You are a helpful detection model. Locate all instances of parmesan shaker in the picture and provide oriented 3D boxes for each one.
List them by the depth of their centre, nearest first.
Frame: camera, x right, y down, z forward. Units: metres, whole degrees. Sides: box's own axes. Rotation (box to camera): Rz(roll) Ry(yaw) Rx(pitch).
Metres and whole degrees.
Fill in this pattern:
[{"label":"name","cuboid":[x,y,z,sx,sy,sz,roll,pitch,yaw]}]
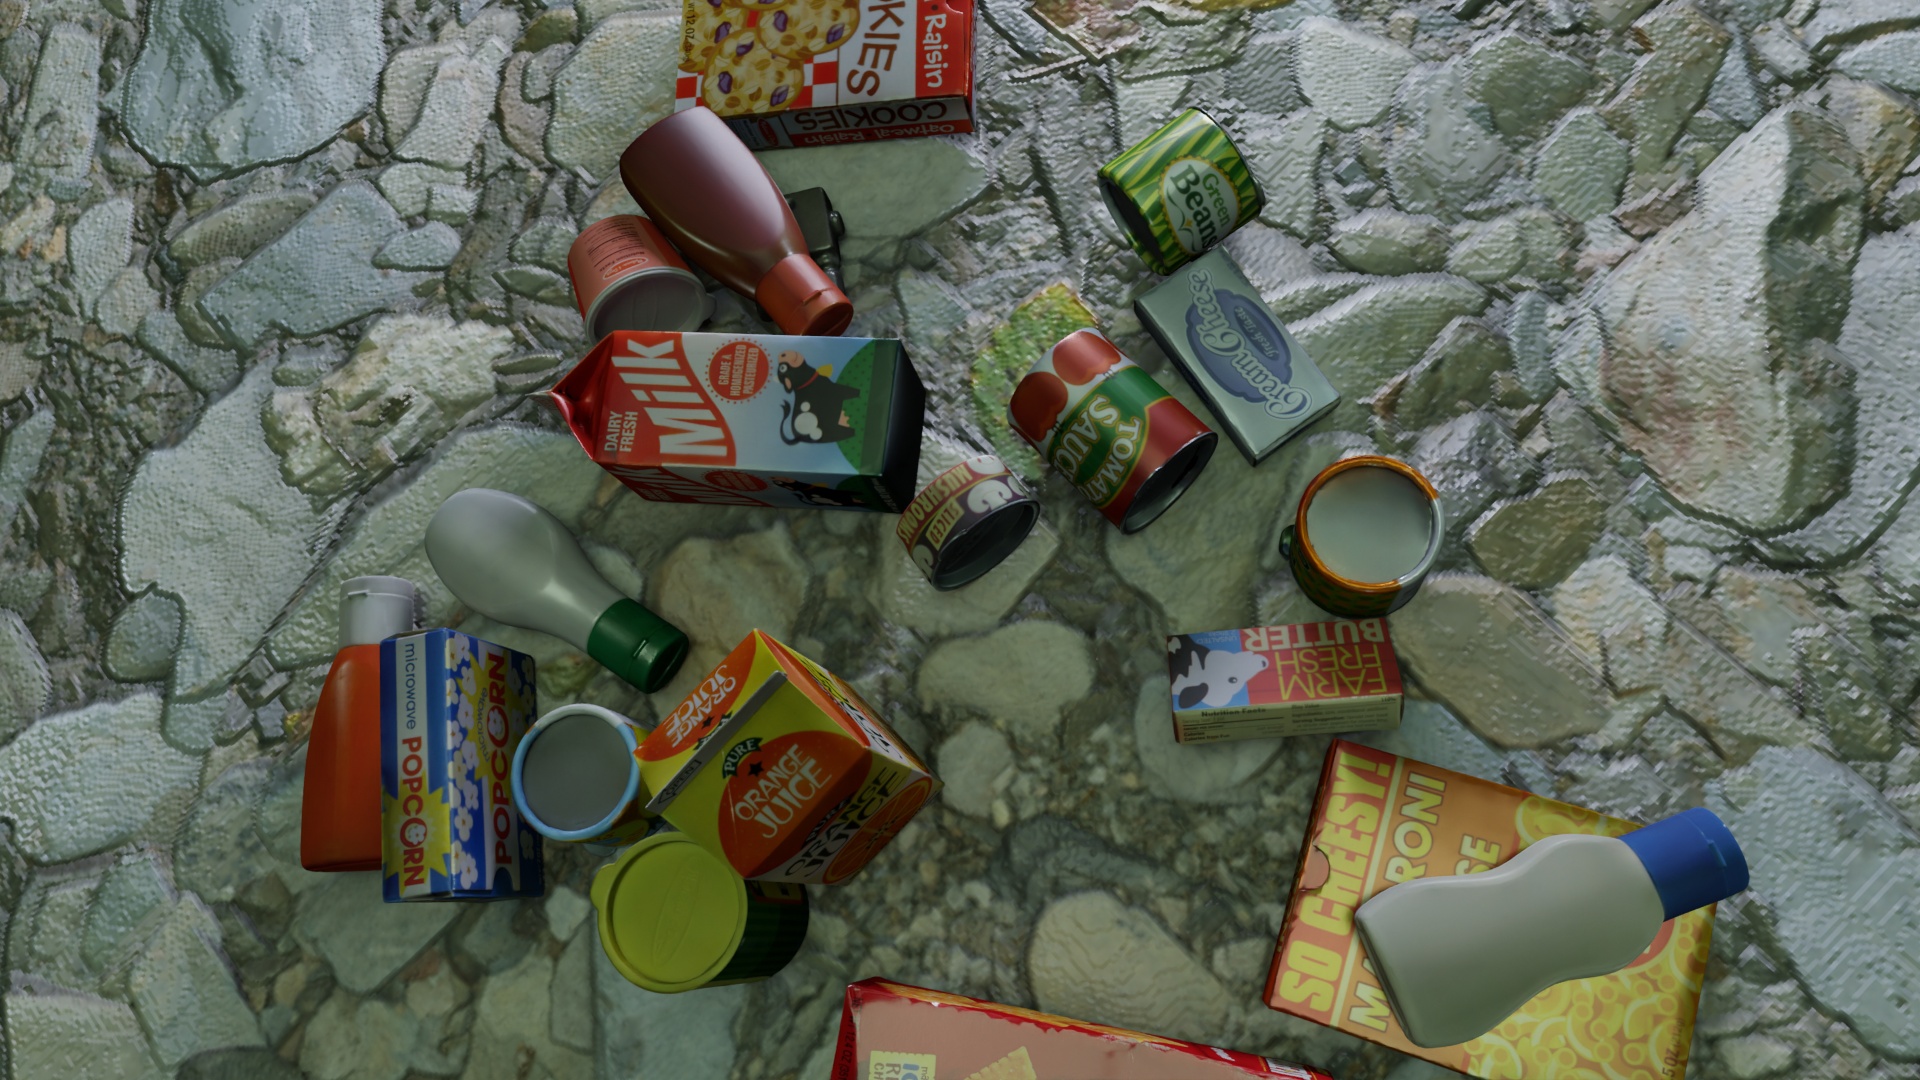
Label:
[{"label":"parmesan shaker","cuboid":[-0.116,0.168,0.634,0.071,0.103,0.071,-2,75,9]}]

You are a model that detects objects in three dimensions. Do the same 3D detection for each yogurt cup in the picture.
[{"label":"yogurt cup","cuboid":[-0.178,-0.139,0.753,0.072,0.072,0.054,-30,64,1]}]

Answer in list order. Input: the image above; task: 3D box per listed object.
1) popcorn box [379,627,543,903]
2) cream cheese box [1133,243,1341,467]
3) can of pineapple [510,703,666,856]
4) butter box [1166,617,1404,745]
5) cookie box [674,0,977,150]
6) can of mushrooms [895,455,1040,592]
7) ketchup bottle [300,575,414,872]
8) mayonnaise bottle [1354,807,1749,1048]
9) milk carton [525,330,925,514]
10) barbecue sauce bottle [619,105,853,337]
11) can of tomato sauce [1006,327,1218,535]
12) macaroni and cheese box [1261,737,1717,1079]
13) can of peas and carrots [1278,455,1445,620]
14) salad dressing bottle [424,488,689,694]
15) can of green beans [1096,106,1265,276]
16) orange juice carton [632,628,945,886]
[{"label":"popcorn box","cuboid":[-0.243,0.112,0.681,0.038,0.085,0.127,-10,74,8]},{"label":"cream cheese box","cuboid":[0.139,-0.094,0.699,0.053,0.024,0.104,-34,77,-1]},{"label":"can of pineapple","cuboid":[-0.178,0.118,0.682,0.071,0.057,0.071,-2,75,9]},{"label":"butter box","cuboid":[0.149,0.065,0.645,0.103,0.024,0.053,-6,39,8]},{"label":"cookie box","cuboid":[-0.074,-0.288,0.788,0.167,0.040,0.123,-2,74,9]},{"label":"can of mushrooms","cuboid":[0.002,-0.009,0.680,0.071,0.071,0.033,-38,70,-2]},{"label":"ketchup bottle","cuboid":[-0.304,0.094,0.719,0.065,0.043,0.149,-7,73,7]},{"label":"mayonnaise bottle","cuboid":[0.241,0.152,0.566,0.148,0.041,0.065,-22,73,1]},{"label":"milk carton","cuboid":[-0.120,-0.061,0.715,0.190,0.072,0.073,3,76,11]},{"label":"barbecue sauce bottle","cuboid":[-0.115,-0.162,0.734,0.065,0.043,0.149,-37,72,-13]},{"label":"can of tomato sauce","cuboid":[0.072,-0.054,0.681,0.071,0.071,0.083,-44,72,-4]},{"label":"macaroni and cheese box","cuboid":[0.230,0.169,0.606,0.166,0.040,0.124,15,77,13]},{"label":"can of peas and carrots","cuboid":[0.187,-0.001,0.652,0.071,0.058,0.071,-3,74,9]},{"label":"salad dressing bottle","cuboid":[-0.209,0.027,0.722,0.148,0.044,0.064,31,80,15]},{"label":"can of green beans","cuboid":[0.111,-0.178,0.711,0.058,0.071,0.071,-34,72,0]},{"label":"orange juice carton","cuboid":[-0.073,0.097,0.599,0.072,0.192,0.073,-46,72,-3]}]
